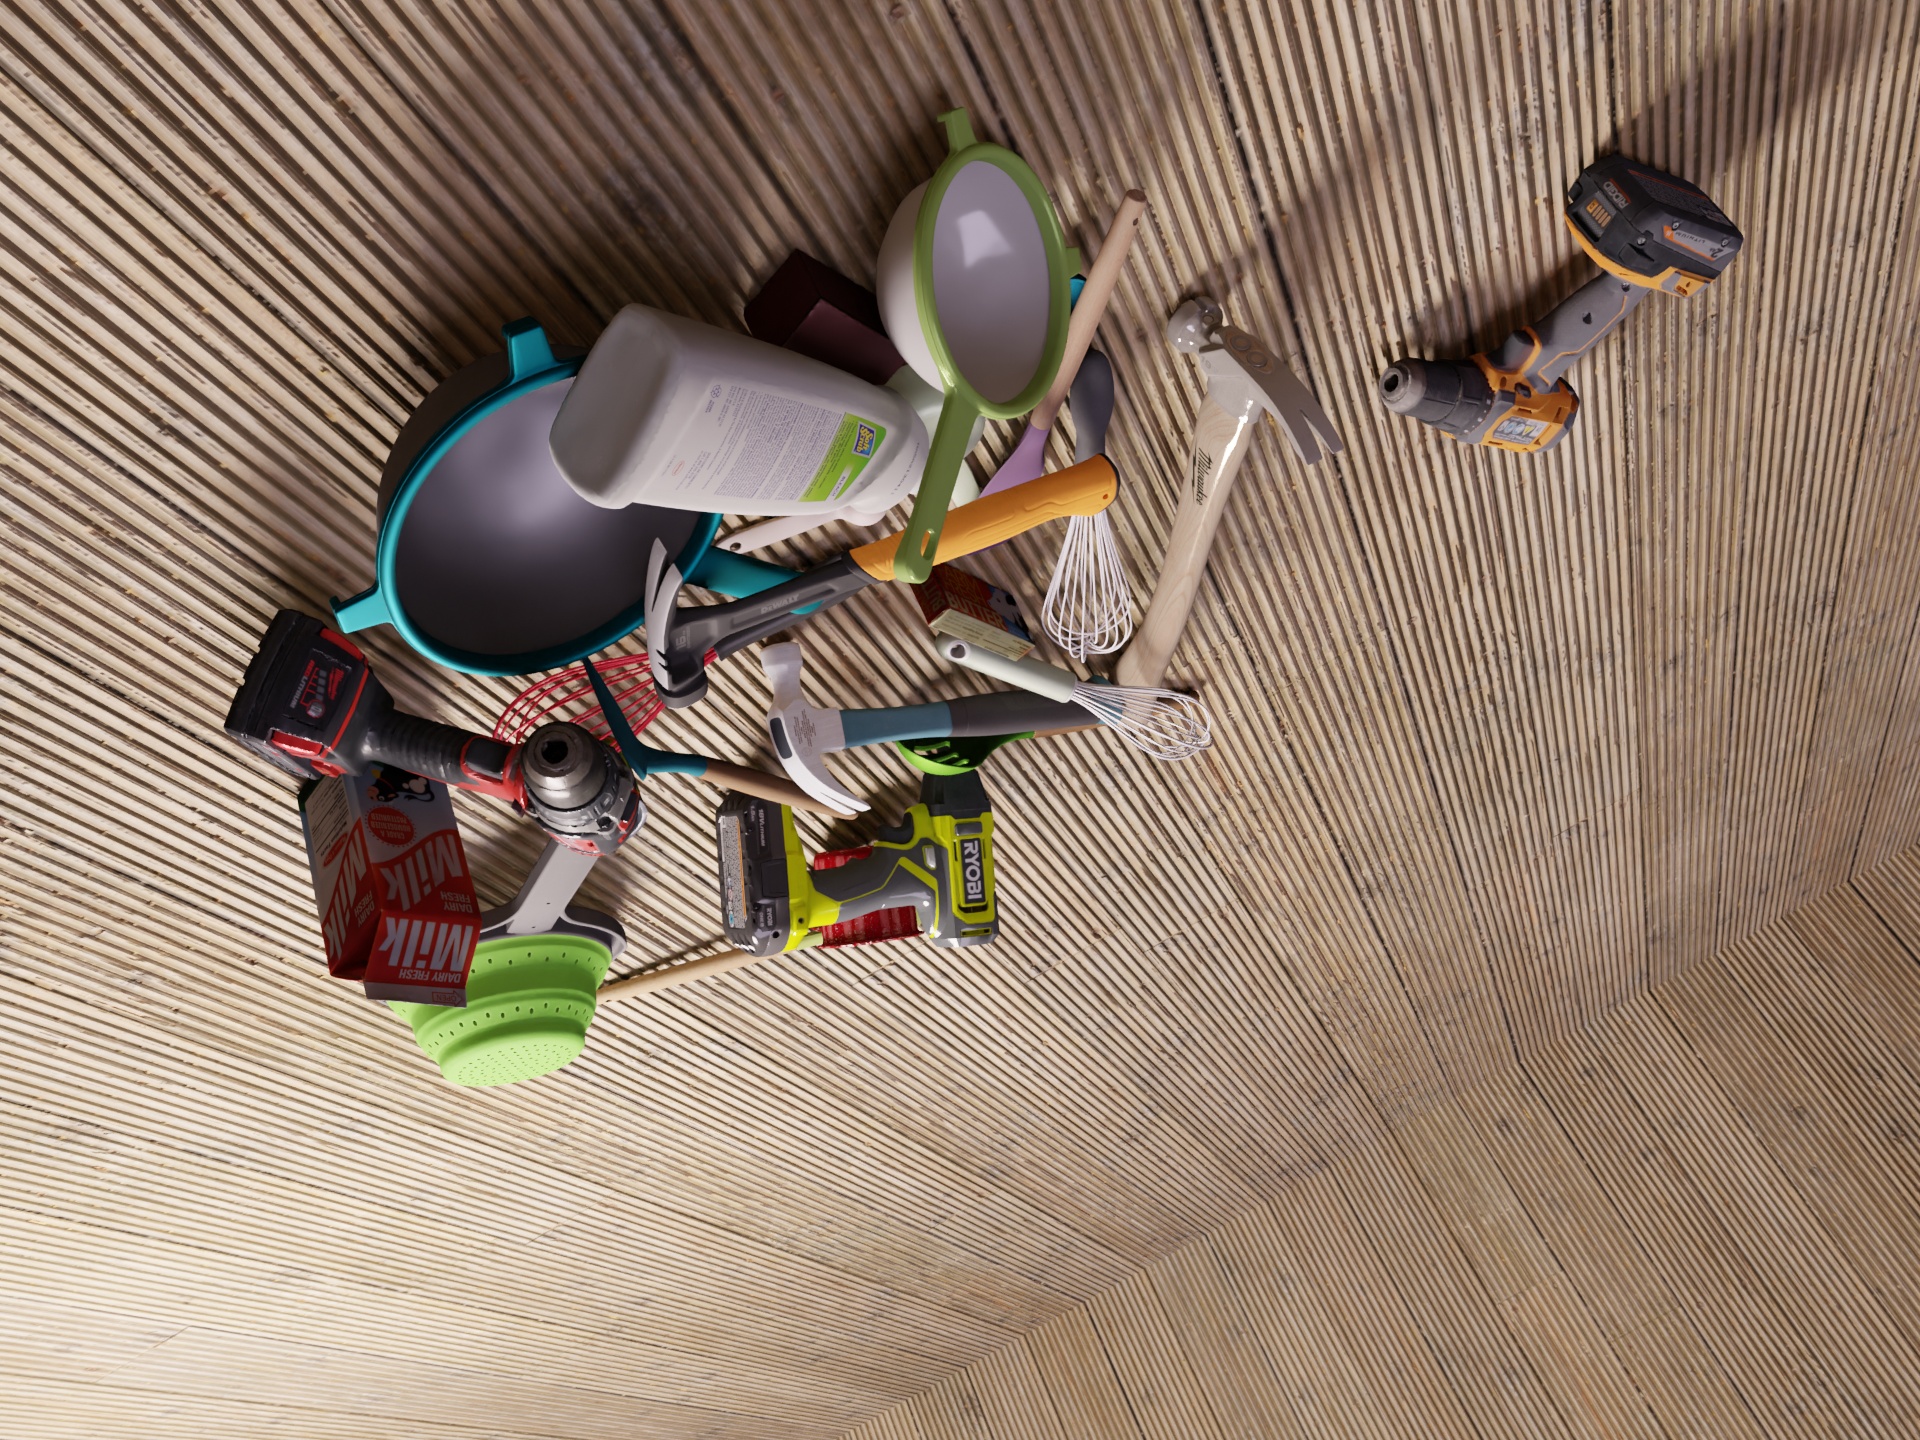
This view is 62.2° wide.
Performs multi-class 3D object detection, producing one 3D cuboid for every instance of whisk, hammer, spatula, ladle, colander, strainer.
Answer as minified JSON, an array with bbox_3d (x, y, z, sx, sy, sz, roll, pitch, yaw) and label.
[{"bbox_3d":[0.092,-0.024,1.250,0.246,0.059,0.057,20,115,-17],"label":"whisk"},{"bbox_3d":[0.172,-0.113,1.184,0.038,0.146,0.410,-26,152,-22],"label":"hammer"},{"bbox_3d":[-0.157,0.032,1.107,0.044,0.082,0.317,-39,151,17],"label":"spatula"},{"bbox_3d":[-0.178,0.197,1.438,0.320,0.062,0.078,-15,152,-5],"label":"ladle"},{"bbox_3d":[-0.187,-0.042,1.092,0.296,0.073,0.073,-29,146,-6],"label":"whisk"},{"bbox_3d":[-0.040,-0.110,1.006,0.337,0.034,0.127,-23,150,-23],"label":"hammer"},{"bbox_3d":[0.058,-0.212,1.037,0.060,0.018,0.315,-23,155,-32],"label":"spatula"},{"bbox_3d":[-0.323,0.188,1.203,0.204,0.095,0.397,0,150,-32],"label":"colander"},{"bbox_3d":[0.091,-0.147,1.146,0.070,0.070,0.284,-18,140,-12],"label":"whisk"},{"bbox_3d":[-0.207,-0.126,0.945,0.211,0.095,0.340,-52,151,15],"label":"strainer"},{"bbox_3d":[-0.015,-0.197,0.895,0.069,0.256,0.151,6,164,35],"label":"strainer"},{"bbox_3d":[-0.002,-0.004,1.237,0.331,0.128,0.033,-6,173,-38],"label":"hammer"}]

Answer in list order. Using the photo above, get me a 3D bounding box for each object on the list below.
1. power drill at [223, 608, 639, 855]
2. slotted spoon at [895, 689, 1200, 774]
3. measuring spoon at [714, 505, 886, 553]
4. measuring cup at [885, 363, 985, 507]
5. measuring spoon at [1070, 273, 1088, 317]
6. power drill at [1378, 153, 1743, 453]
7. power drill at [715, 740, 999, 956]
[{"bbox_3d":[-0.299,0.012,0.927,0.226,0.080,0.188,19,165,-1],"label":"power drill"},{"bbox_3d":[0.081,0.005,1.342,0.313,0.070,0.031,-11,125,-32],"label":"slotted spoon"},{"bbox_3d":[-0.105,-0.129,1.067,0.124,0.018,0.034,-19,145,-10],"label":"measuring spoon"},{"bbox_3d":[-0.008,-0.171,1.053,0.083,0.038,0.167,-22,149,6],"label":"measuring cup"},{"bbox_3d":[0.029,-0.245,1.012,0.128,0.021,0.042,-33,149,26],"label":"measuring spoon"},{"bbox_3d":[0.425,-0.293,1.156,0.185,0.084,0.226,2,141,-33],"label":"power drill"},{"bbox_3d":[-0.078,0.104,1.286,0.223,0.171,0.080,-3,176,-26],"label":"power drill"}]
